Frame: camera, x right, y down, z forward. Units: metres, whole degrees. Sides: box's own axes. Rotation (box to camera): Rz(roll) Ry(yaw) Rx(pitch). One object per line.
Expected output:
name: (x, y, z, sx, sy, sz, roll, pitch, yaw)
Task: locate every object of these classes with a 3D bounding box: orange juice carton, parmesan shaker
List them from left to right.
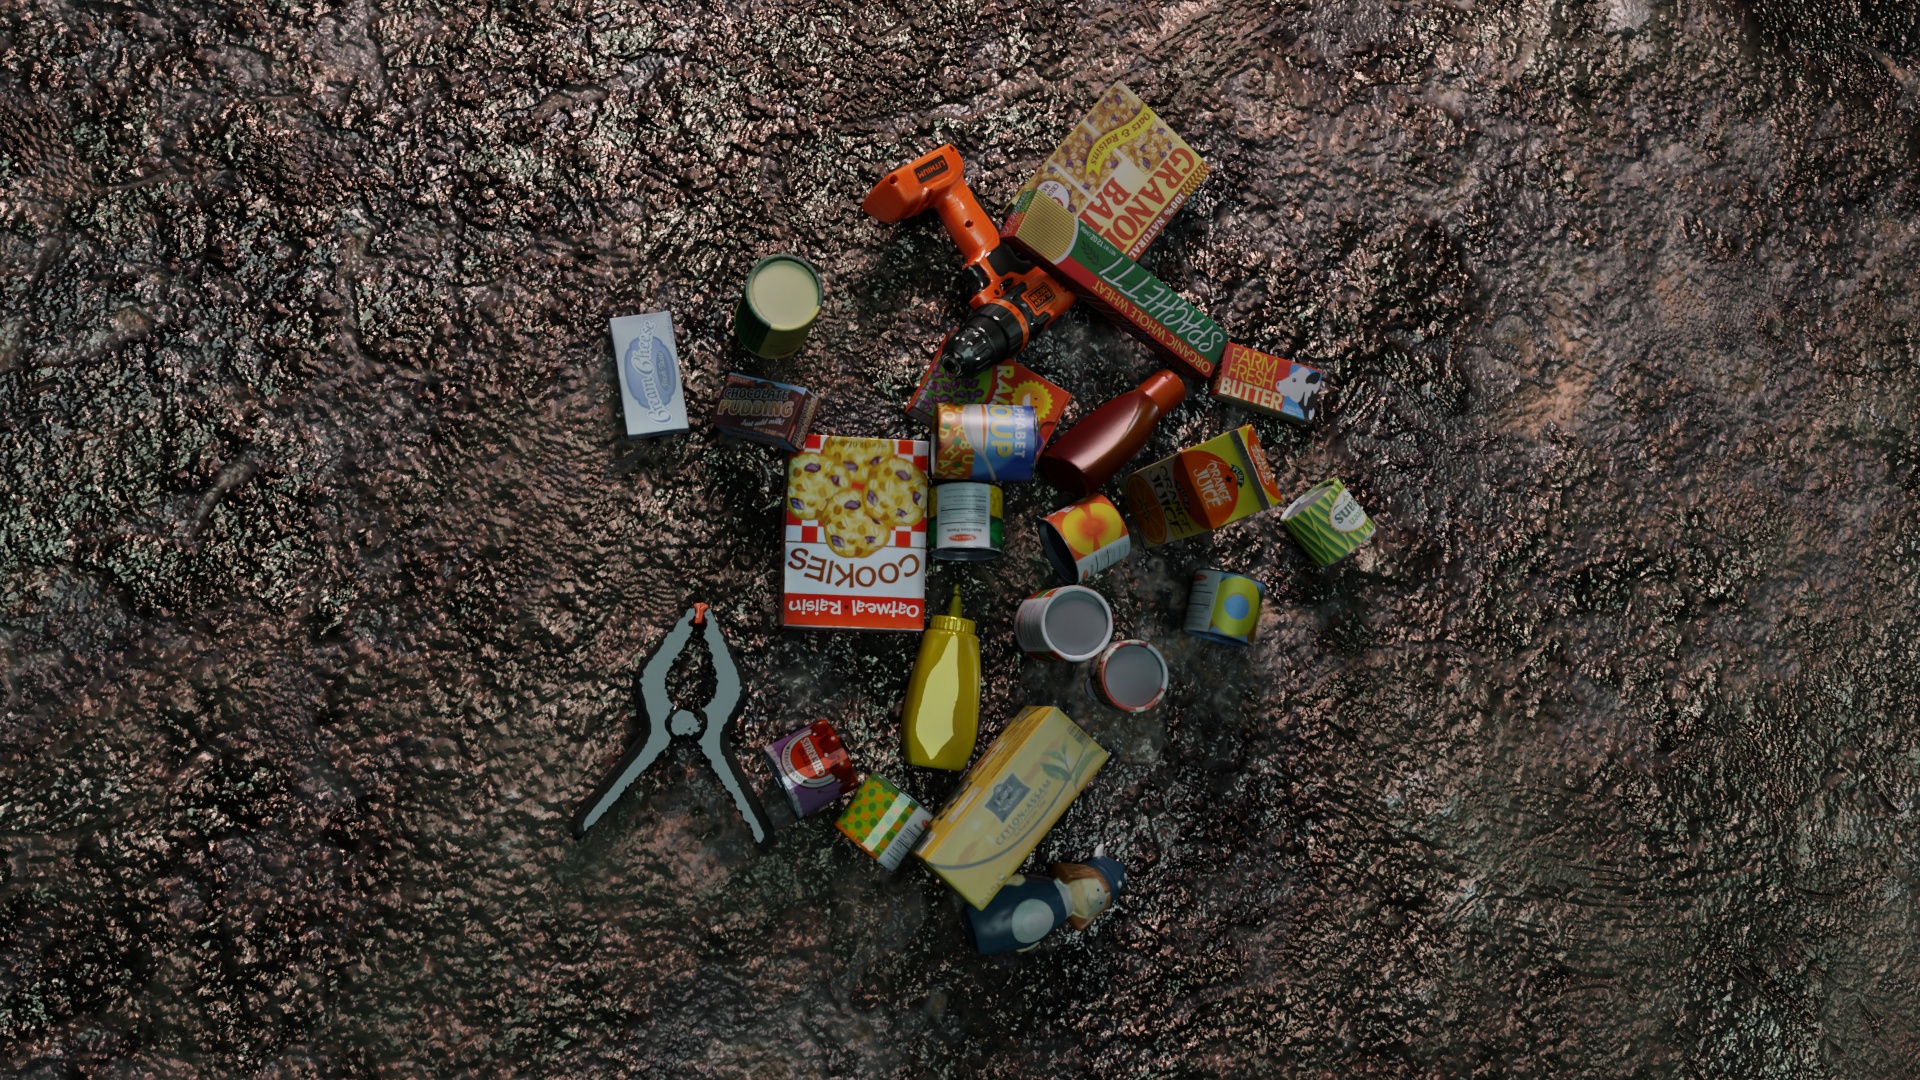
parmesan shaker: (-0.152, -0.199, 1.178, 0.071, 0.103, 0.071, 2, 84, -14)
orange juice carton: (0.213, -0.047, 1.205, 0.073, 0.192, 0.072, -22, 89, -16)

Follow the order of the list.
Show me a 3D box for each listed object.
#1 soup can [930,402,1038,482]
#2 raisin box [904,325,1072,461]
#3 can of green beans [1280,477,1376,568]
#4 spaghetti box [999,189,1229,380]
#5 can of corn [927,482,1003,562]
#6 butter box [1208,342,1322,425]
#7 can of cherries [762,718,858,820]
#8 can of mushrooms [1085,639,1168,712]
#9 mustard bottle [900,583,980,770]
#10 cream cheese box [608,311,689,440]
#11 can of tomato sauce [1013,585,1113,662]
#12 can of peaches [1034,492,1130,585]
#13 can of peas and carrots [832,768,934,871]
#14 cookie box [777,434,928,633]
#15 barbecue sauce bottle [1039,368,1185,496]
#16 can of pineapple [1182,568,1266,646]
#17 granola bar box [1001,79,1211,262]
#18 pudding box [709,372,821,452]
soup can: (0.020, -0.085, 1.185, 0.084, 0.071, 0.071, 2, 84, -7)
raisin box: (0.025, -0.123, 1.246, 0.123, 0.040, 0.086, 30, 77, -10)
can of green beans: (0.343, -0.017, 1.299, 0.071, 0.071, 0.058, -39, 94, -14)
spaghetti box: (0.144, -0.227, 1.252, 0.250, 0.028, 0.050, 30, 81, -28)
can of corn: (0.004, -0.015, 1.216, 0.071, 0.071, 0.058, 3, 78, -13)
butter box: (0.291, -0.149, 1.322, 0.103, 0.024, 0.053, 15, 81, -12)
can of cherries: (-0.125, 0.190, 1.159, 0.058, 0.071, 0.071, -26, 91, -15)
can of mushrooms: (0.150, 0.123, 1.253, 0.071, 0.033, 0.071, 1, 84, -14)
mustard bottle: (-0.012, 0.117, 1.206, 0.065, 0.048, 0.160, 11, 81, -13)
cream cheese box: (-0.266, -0.140, 1.184, 0.053, 0.024, 0.104, -9, 86, -13)
can of tomato sauce: (0.092, 0.074, 1.218, 0.071, 0.083, 0.071, 1, 84, -13)
can of peaches: (0.109, -0.004, 1.241, 0.058, 0.071, 0.071, -27, 91, -15)
can of peas and carrots: (-0.067, 0.235, 1.172, 0.071, 0.071, 0.059, 40, 77, -7)
cookie box: (-0.093, -0.004, 1.205, 0.123, 0.040, 0.167, 3, 82, -13)
barbecue sauce bottle: (0.144, -0.101, 1.264, 0.149, 0.065, 0.043, -40, 130, -22)
can of pineapple: (0.242, 0.062, 1.266, 0.071, 0.071, 0.058, 16, 81, -12)
granola bar box: (0.137, -0.325, 1.296, 0.124, 0.039, 0.166, 41, 76, -7)
pudding box: (-0.166, -0.110, 1.181, 0.084, 0.030, 0.050, 15, 76, 27)
